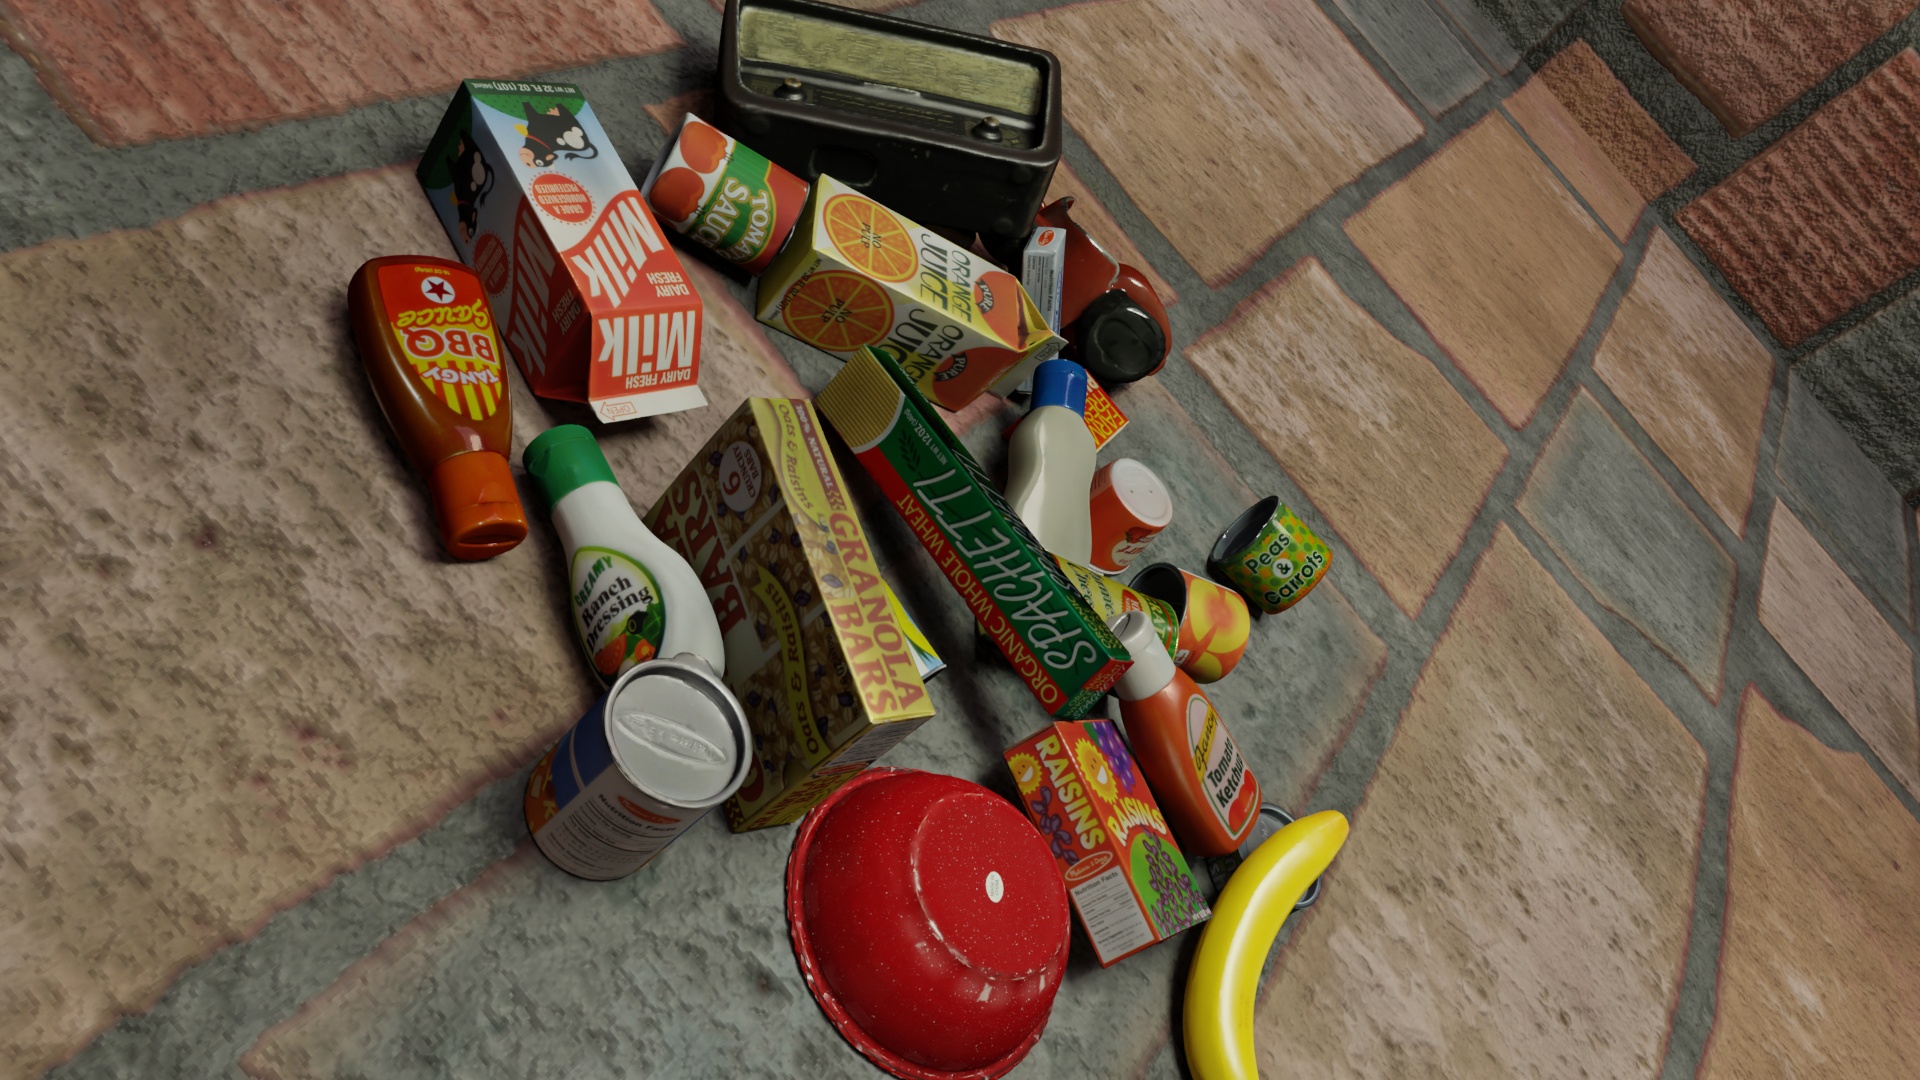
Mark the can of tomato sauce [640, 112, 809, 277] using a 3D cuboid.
[{"bbox_3d":[-0.144,-0.207,0.837,0.083,0.071,0.071,27,44,-23],"label":"can of tomato sauce"}]

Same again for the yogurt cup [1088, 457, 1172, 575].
[{"bbox_3d":[0.103,-0.019,0.920,0.072,0.053,0.073,25,44,-26],"label":"yogurt cup"}]

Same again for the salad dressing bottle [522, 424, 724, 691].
[{"bbox_3d":[-0.162,0.011,0.654,0.044,0.064,0.148,9,43,-57],"label":"salad dressing bottle"}]

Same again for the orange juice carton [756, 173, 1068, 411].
[{"bbox_3d":[-0.028,-0.147,0.891,0.192,0.071,0.073,23,47,-27],"label":"orange juice carton"}]

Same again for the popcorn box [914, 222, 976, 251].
[{"bbox_3d":[-0.036,-0.263,1.003,0.085,0.038,0.127,20,47,-28],"label":"popcorn box"}]

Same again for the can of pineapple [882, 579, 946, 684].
[{"bbox_3d":[-0.051,0.061,0.710,0.058,0.070,0.071,54,40,7],"label":"can of pineapple"}]

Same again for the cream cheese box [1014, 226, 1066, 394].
[{"bbox_3d":[0.055,-0.157,0.951,0.024,0.103,0.053,7,29,10],"label":"cream cheese box"}]

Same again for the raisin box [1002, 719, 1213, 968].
[{"bbox_3d":[0.080,0.160,0.750,0.086,0.040,0.123,10,50,-60],"label":"raisin box"}]

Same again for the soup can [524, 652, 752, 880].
[{"bbox_3d":[-0.136,0.096,0.587,0.071,0.083,0.072,24,45,-27],"label":"soup can"}]

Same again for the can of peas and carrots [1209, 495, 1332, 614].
[{"bbox_3d":[0.223,0.011,0.994,0.058,0.070,0.071,43,40,-8],"label":"can of peas and carrots"}]

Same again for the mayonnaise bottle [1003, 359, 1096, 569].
[{"bbox_3d":[0.057,-0.045,0.886,0.065,0.041,0.149,25,58,-28],"label":"mayonnaise bottle"}]

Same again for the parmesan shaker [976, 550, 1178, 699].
[{"bbox_3d":[0.069,0.052,0.824,0.103,0.071,0.072,23,46,-27],"label":"parmesan shaker"}]

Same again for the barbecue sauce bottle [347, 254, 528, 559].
[{"bbox_3d":[-0.240,-0.063,0.652,0.065,0.043,0.149,-2,61,-44],"label":"barbecue sauce bottle"}]

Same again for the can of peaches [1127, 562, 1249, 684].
[{"bbox_3d":[0.142,0.056,0.888,0.058,0.071,0.071,21,47,-30],"label":"can of peaches"}]

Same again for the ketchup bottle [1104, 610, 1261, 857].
[{"bbox_3d":[0.122,0.109,0.799,0.148,0.043,0.065,59,41,-20],"label":"ketchup bottle"}]

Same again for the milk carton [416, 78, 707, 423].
[{"bbox_3d":[-0.203,-0.144,0.728,0.072,0.073,0.191,-18,72,-48],"label":"milk carton"}]

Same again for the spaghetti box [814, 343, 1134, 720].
[{"bbox_3d":[0.003,-0.010,0.781,0.251,0.050,0.029,53,21,25],"label":"spaghetti box"}]

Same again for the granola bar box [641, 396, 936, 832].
[{"bbox_3d":[-0.089,0.035,0.647,0.039,0.123,0.166,-2,61,-43],"label":"granola bar box"}]

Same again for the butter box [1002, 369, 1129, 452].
[{"bbox_3d":[0.075,-0.078,0.965,0.053,0.024,0.104,49,40,0],"label":"butter box"}]

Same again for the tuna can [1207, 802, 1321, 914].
[{"bbox_3d":[0.181,0.195,0.836,0.071,0.032,0.071,24,45,-27],"label":"tuna can"}]
